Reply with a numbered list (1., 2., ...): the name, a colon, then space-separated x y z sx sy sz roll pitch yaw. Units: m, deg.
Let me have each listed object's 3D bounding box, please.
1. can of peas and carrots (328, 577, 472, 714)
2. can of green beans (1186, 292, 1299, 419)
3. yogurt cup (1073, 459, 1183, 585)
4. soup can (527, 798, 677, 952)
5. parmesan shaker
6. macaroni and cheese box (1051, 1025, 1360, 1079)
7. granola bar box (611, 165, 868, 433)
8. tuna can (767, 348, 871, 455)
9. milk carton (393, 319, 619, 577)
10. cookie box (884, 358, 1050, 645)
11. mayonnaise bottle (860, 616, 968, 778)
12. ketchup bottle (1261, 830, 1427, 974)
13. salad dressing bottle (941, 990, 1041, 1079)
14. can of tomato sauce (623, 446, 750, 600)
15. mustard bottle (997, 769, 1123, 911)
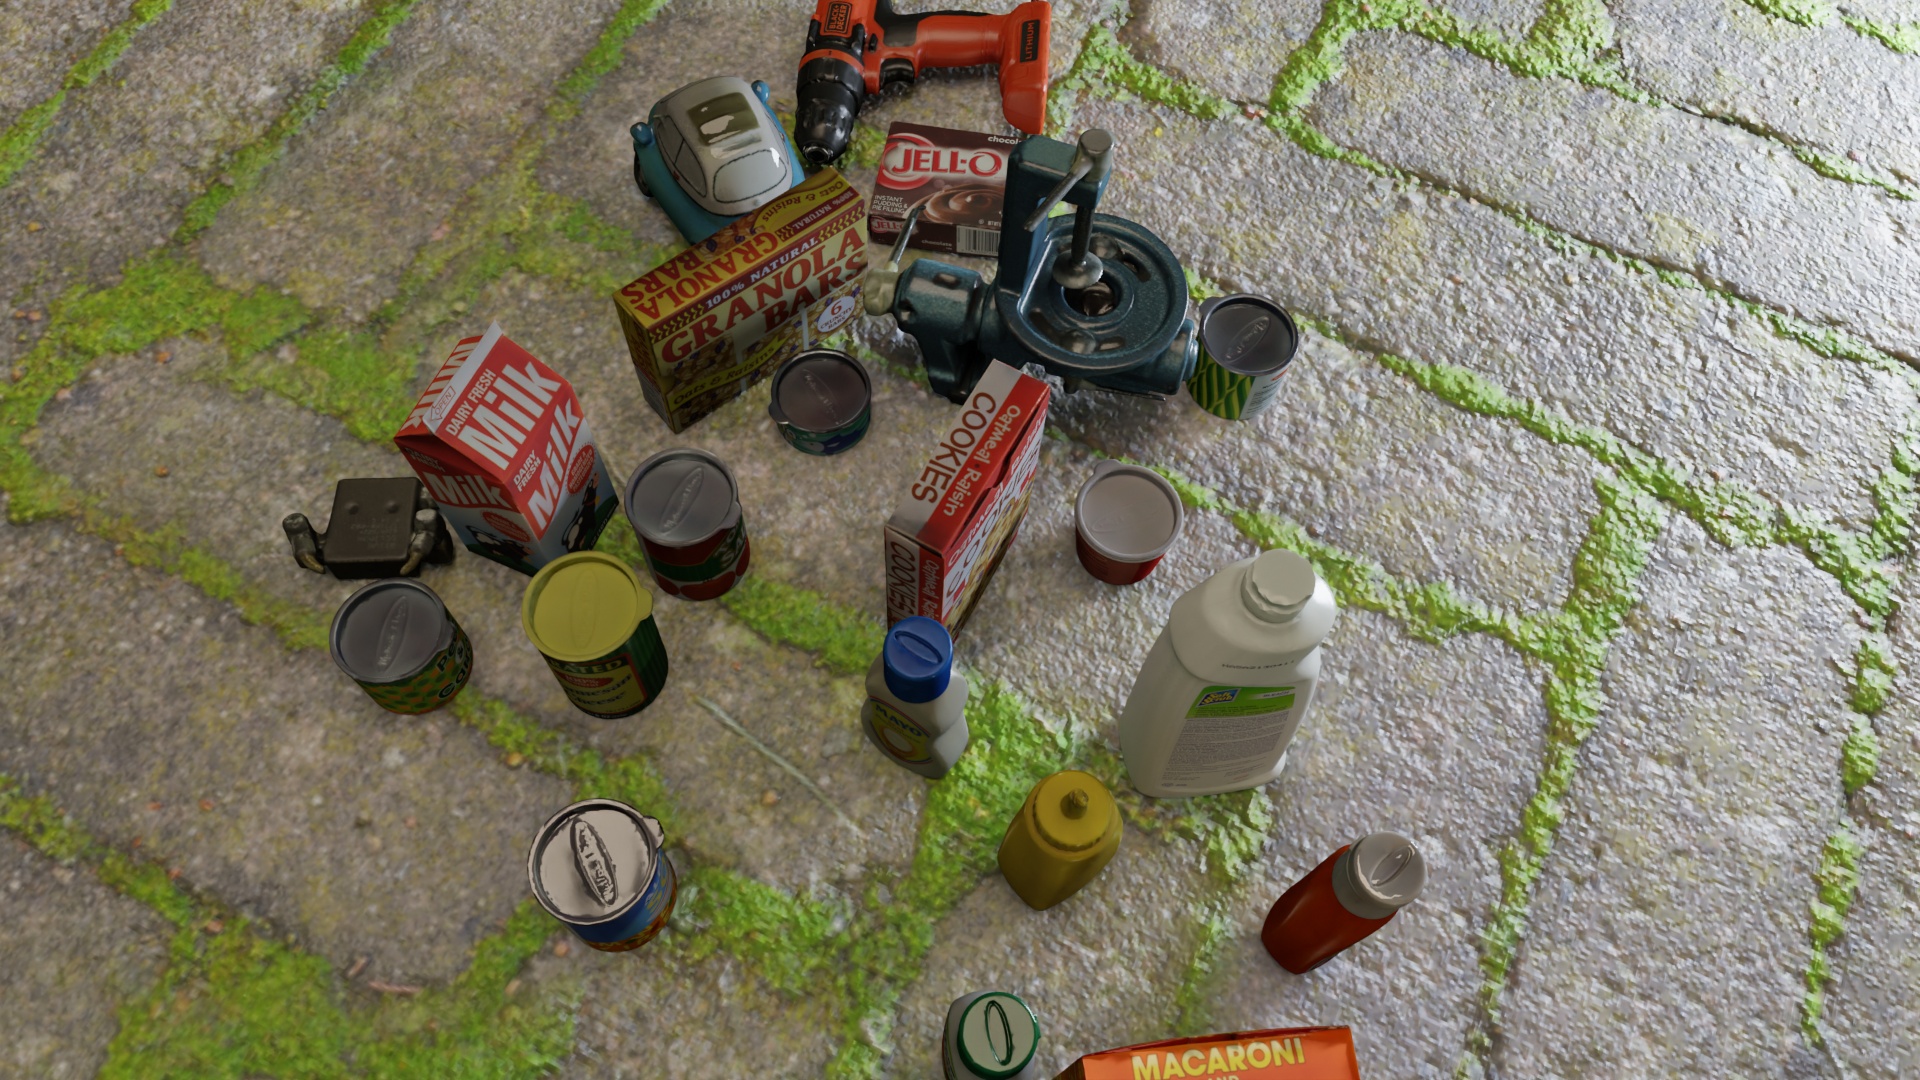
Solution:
1. can of peas and carrots: -0.327 0.064 0.822 0.071 0.058 0.071 1 64 -2
2. can of green beans: 0.189 -0.124 0.940 0.071 0.057 0.071 1 64 -2
3. yogurt cup: 0.103 -0.007 0.880 0.072 0.053 0.072 1 64 -2
4. soup can: -0.189 0.182 0.755 0.071 0.083 0.071 1 64 -2
5. parmesan shaker: -0.206 0.058 0.806 0.071 0.102 0.071 1 64 -2
6. macaroni and cheese box: 0.111 0.271 0.679 0.124 0.165 0.040 -5 64 -5
7. granola bar box: -0.136 -0.154 0.903 0.166 0.123 0.039 -36 70 -18
8. tuna can: -0.094 -0.091 0.924 0.071 0.032 0.071 1 63 -2
9. milk carton: -0.264 -0.049 0.808 0.073 0.189 0.072 21 65 8
10. cookie box: 0.003 -0.010 0.814 0.040 0.166 0.123 27 66 10
11. mayonnaise bottle: -0.025 0.087 0.775 0.065 0.147 0.041 31 67 12
12. ketchup bottle: 0.203 0.189 0.734 0.065 0.148 0.043 -38 71 -19
13. salad dressing bottle: 0.015 0.254 0.693 0.044 0.147 0.064 -10 65 -7
14. can of tomato sauce: -0.164 -0.008 0.852 0.071 0.082 0.071 1 64 -2
15. mustard bottle: 0.056 0.154 0.738 0.065 0.159 0.049 -34 70 -17
